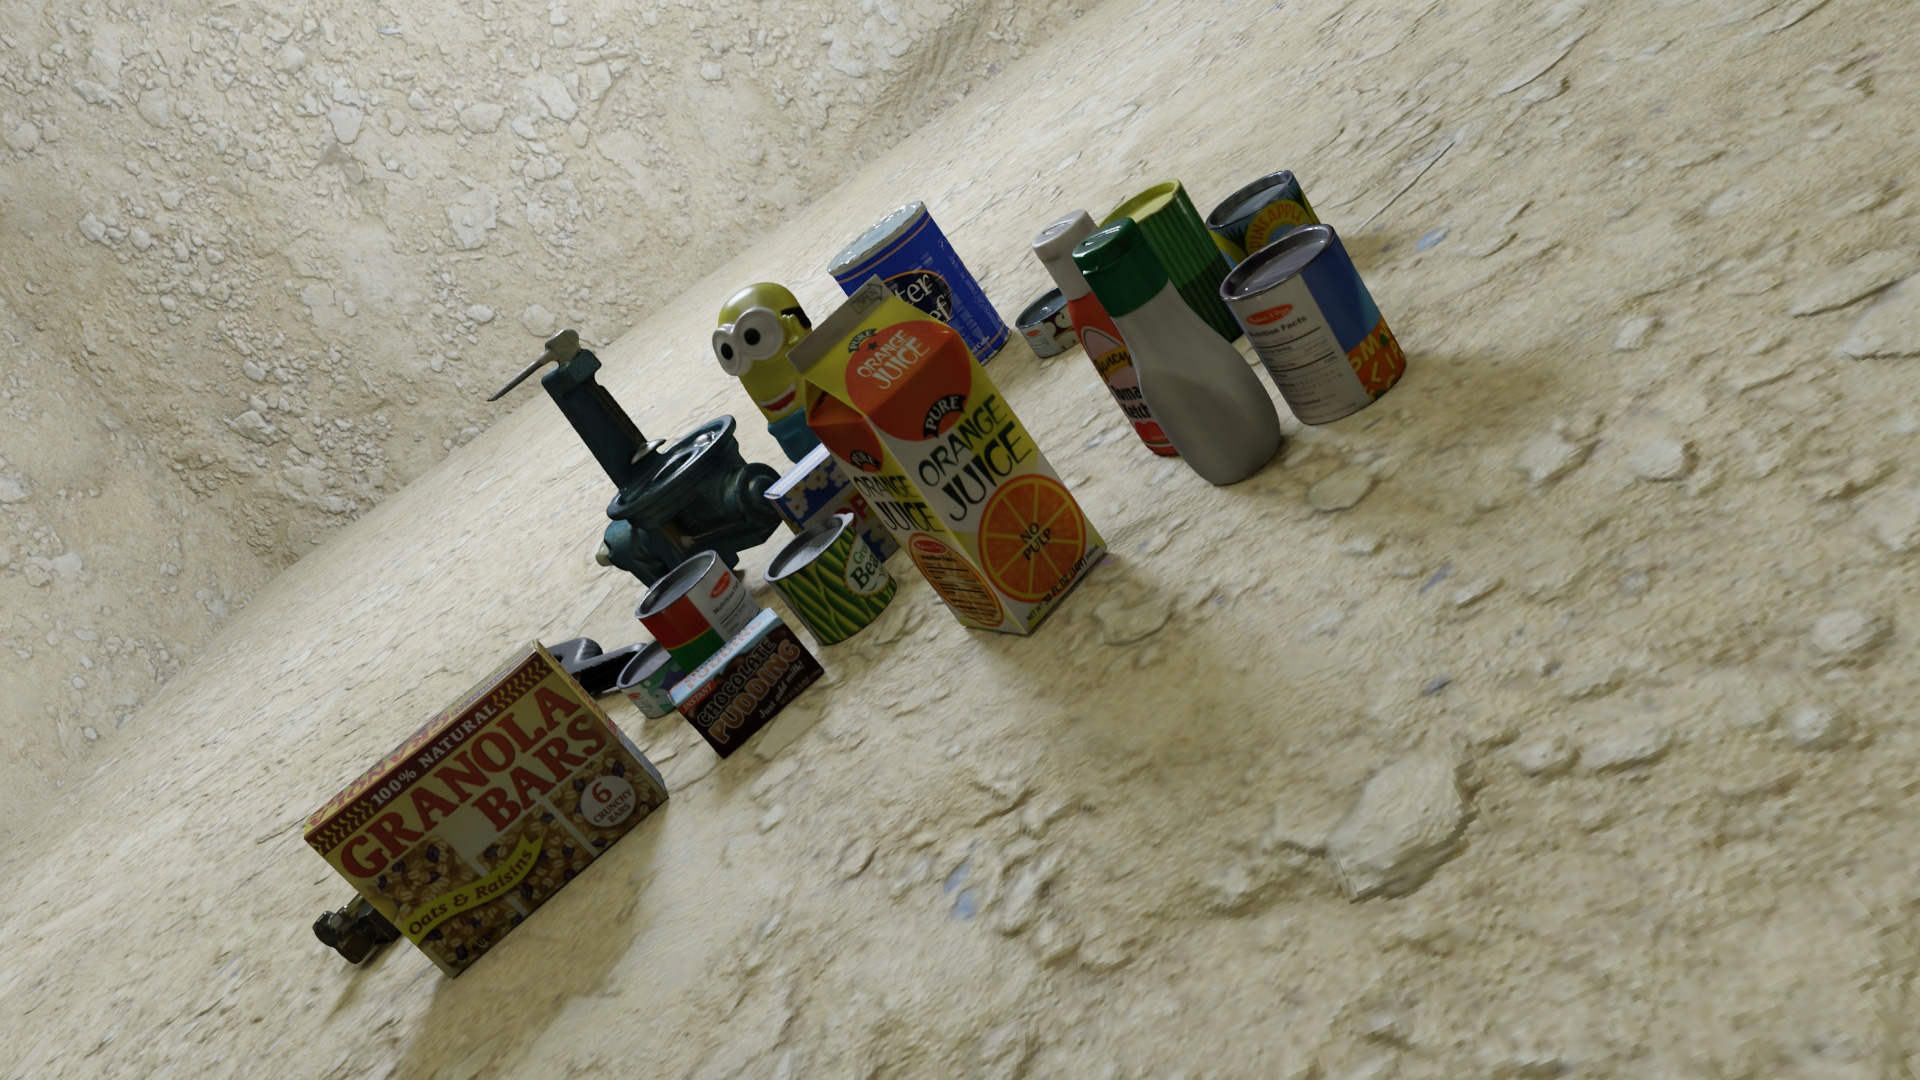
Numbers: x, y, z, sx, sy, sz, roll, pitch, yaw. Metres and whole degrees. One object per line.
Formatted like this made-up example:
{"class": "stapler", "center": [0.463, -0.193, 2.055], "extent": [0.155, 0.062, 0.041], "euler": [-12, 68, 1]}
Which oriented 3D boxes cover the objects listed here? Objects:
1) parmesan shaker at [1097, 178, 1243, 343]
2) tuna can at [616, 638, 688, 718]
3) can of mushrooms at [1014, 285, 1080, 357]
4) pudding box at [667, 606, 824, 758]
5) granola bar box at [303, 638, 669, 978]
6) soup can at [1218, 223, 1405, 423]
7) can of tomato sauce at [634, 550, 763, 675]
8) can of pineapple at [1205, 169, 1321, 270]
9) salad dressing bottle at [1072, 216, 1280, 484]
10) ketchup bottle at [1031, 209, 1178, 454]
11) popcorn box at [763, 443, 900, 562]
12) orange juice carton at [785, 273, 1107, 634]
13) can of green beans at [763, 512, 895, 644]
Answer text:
{"class": "parmesan shaker", "center": [0.142, -0.175, 0.910], "extent": [0.071, 0.103, 0.071], "euler": [-32, 21, 13]}
{"class": "tuna can", "center": [-0.207, 0.091, 0.990], "extent": [0.071, 0.032, 0.071], "euler": [-31, 21, 13]}
{"class": "can of mushrooms", "center": [0.082, -0.181, 1.120], "extent": [0.071, 0.033, 0.071], "euler": [-31, 21, 13]}
{"class": "pudding box", "center": [-0.132, 0.087, 0.855], "extent": [0.084, 0.049, 0.030], "euler": [-41, 20, -12]}
{"class": "granola bar box", "center": [-0.278, 0.158, 0.827], "extent": [0.166, 0.124, 0.039], "euler": [-40, 20, -10]}
{"class": "soup can", "center": [0.187, -0.115, 0.733], "extent": [0.071, 0.083, 0.071], "euler": [-32, 21, 13]}
{"class": "can of tomato sauce", "center": [-0.164, 0.059, 0.919], "extent": [0.071, 0.083, 0.071], "euler": [-32, 21, 13]}
{"class": "can of pineapple", "center": [0.209, -0.207, 0.937], "extent": [0.071, 0.057, 0.071], "euler": [-32, 21, 13]}
{"class": "salad dressing bottle", "center": [0.112, -0.098, 0.725], "extent": [0.044, 0.147, 0.064], "euler": [-48, 23, -28]}
{"class": "ketchup bottle", "center": [0.096, -0.118, 0.794], "extent": [0.044, 0.148, 0.064], "euler": [-46, 22, -23]}
{"class": "popcorn box", "center": [-0.062, -0.039, 0.966], "extent": [0.127, 0.085, 0.038], "euler": [-43, 21, -18]}
{"class": "orange juice carton", "center": [-0.012, -0.044, 0.742], "extent": [0.072, 0.192, 0.073], "euler": [-45, 22, -22]}
{"class": "can of green beans", "center": [-0.084, 0.025, 0.900], "extent": [0.071, 0.057, 0.071], "euler": [-32, 21, 13]}
